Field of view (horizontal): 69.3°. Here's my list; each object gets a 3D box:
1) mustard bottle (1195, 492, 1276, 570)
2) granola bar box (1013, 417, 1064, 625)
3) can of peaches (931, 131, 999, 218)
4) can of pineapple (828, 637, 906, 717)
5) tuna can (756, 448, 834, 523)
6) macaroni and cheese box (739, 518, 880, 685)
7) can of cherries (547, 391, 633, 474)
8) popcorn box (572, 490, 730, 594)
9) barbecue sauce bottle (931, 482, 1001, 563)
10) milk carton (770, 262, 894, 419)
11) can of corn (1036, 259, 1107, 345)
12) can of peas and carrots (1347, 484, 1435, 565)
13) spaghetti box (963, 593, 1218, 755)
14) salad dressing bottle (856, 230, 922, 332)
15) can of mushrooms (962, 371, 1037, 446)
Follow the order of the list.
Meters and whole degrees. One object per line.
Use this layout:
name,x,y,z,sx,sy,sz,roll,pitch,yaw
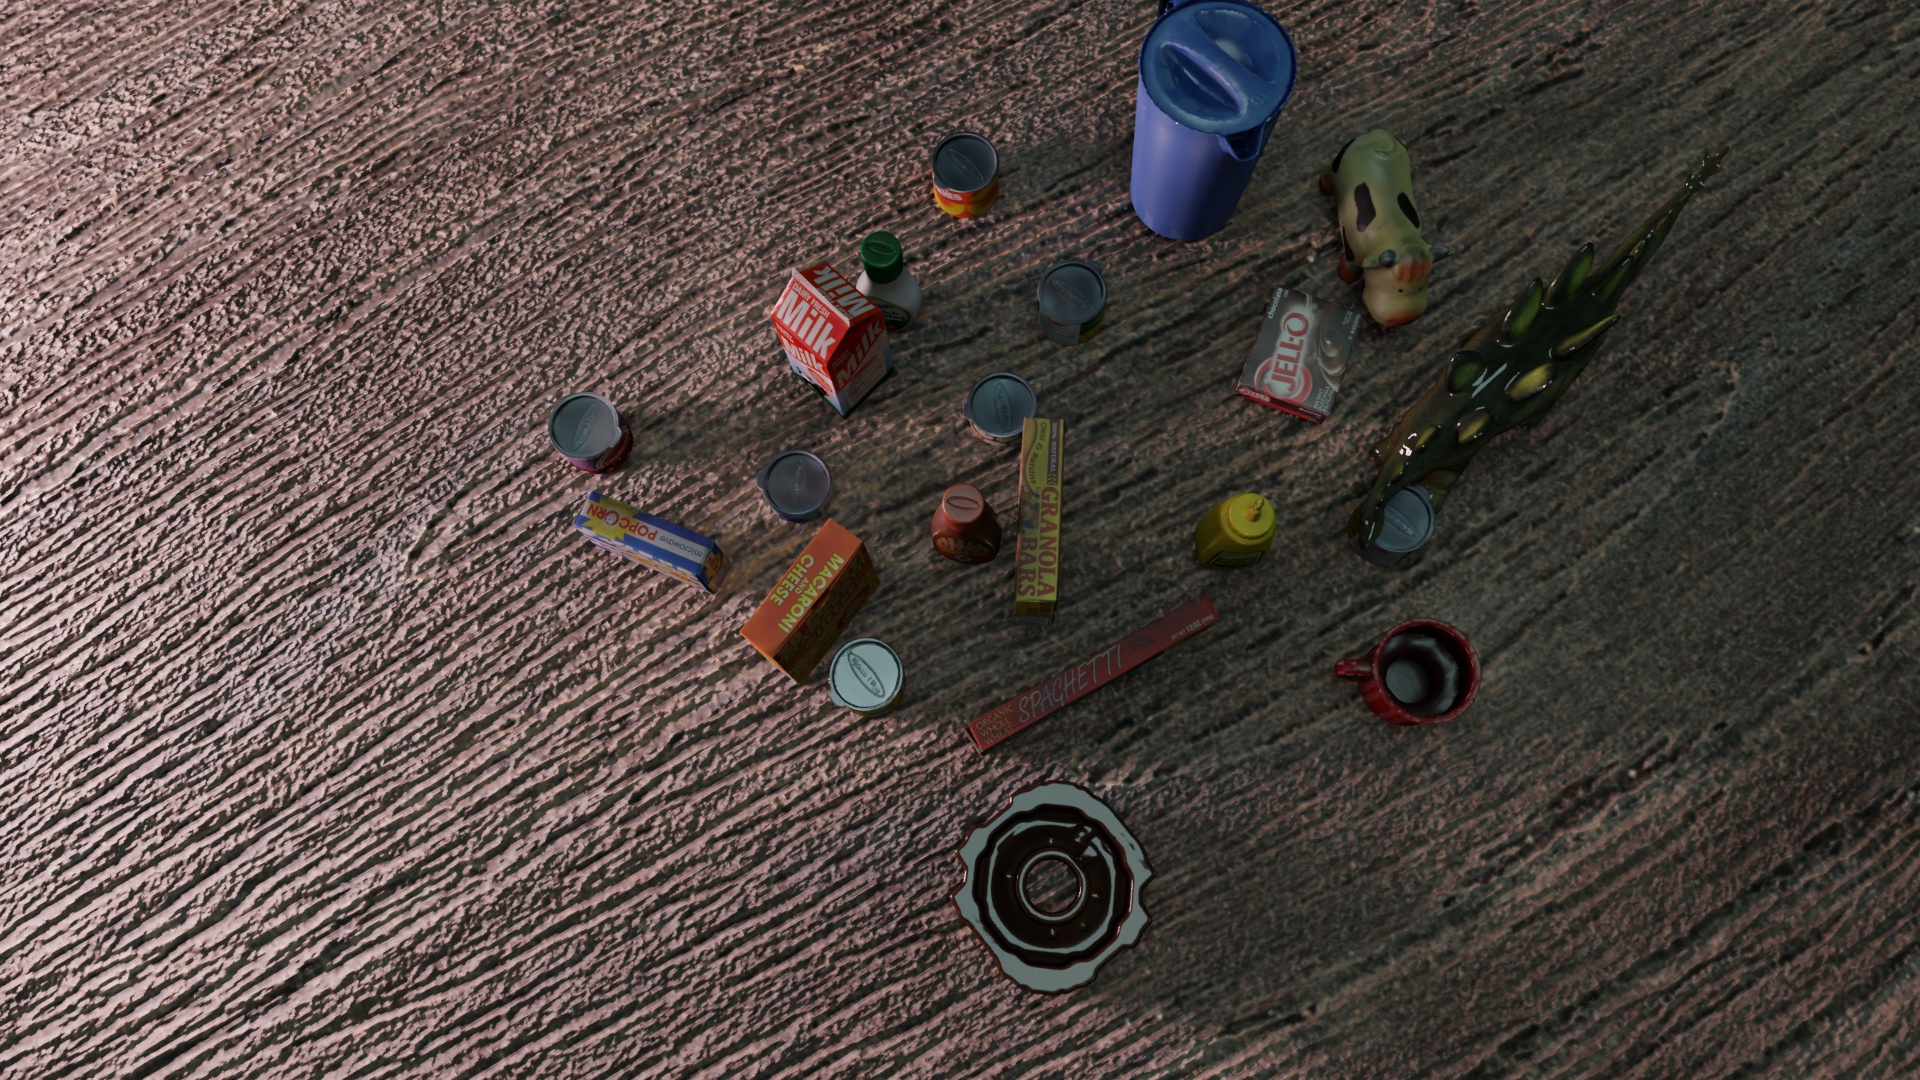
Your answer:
mustard bottle,0.248,-0.011,1.230,0.065,0.160,0.049,-2,77,1
granola bar box,0.071,-0.014,1.253,0.039,0.124,0.166,3,76,2
can of peaches,0.003,-0.359,1.374,0.071,0.058,0.071,0,76,1
can of pineapple,-0.085,0.125,1.255,0.071,0.057,0.071,0,76,1
tuna can,-0.155,-0.051,1.313,0.071,0.032,0.071,0,76,1
macaroni and cheese box,-0.127,0.057,1.217,0.040,0.166,0.124,36,80,9
can of cherries,-0.347,-0.099,1.316,0.071,0.058,0.071,0,76,1
popcorn box,-0.281,0.003,1.276,0.127,0.085,0.038,22,78,6
barbecue sauce bottle,0.004,-0.016,1.242,0.065,0.148,0.044,10,77,4
milk carton,-0.116,-0.186,1.265,0.072,0.190,0.073,43,81,10
can of corn,0.108,-0.230,1.339,0.071,0.058,0.071,0,76,1
can of peas and carrots,0.397,-0.016,1.280,0.071,0.058,0.071,0,76,1
spaghetti box,0.118,0.122,1.256,0.250,0.050,0.029,-29,78,-6
salad dressing bottle,-0.069,-0.242,1.300,0.064,0.147,0.044,19,78,6
can of mushrooms,0.038,-0.125,1.327,0.071,0.033,0.071,0,76,1
